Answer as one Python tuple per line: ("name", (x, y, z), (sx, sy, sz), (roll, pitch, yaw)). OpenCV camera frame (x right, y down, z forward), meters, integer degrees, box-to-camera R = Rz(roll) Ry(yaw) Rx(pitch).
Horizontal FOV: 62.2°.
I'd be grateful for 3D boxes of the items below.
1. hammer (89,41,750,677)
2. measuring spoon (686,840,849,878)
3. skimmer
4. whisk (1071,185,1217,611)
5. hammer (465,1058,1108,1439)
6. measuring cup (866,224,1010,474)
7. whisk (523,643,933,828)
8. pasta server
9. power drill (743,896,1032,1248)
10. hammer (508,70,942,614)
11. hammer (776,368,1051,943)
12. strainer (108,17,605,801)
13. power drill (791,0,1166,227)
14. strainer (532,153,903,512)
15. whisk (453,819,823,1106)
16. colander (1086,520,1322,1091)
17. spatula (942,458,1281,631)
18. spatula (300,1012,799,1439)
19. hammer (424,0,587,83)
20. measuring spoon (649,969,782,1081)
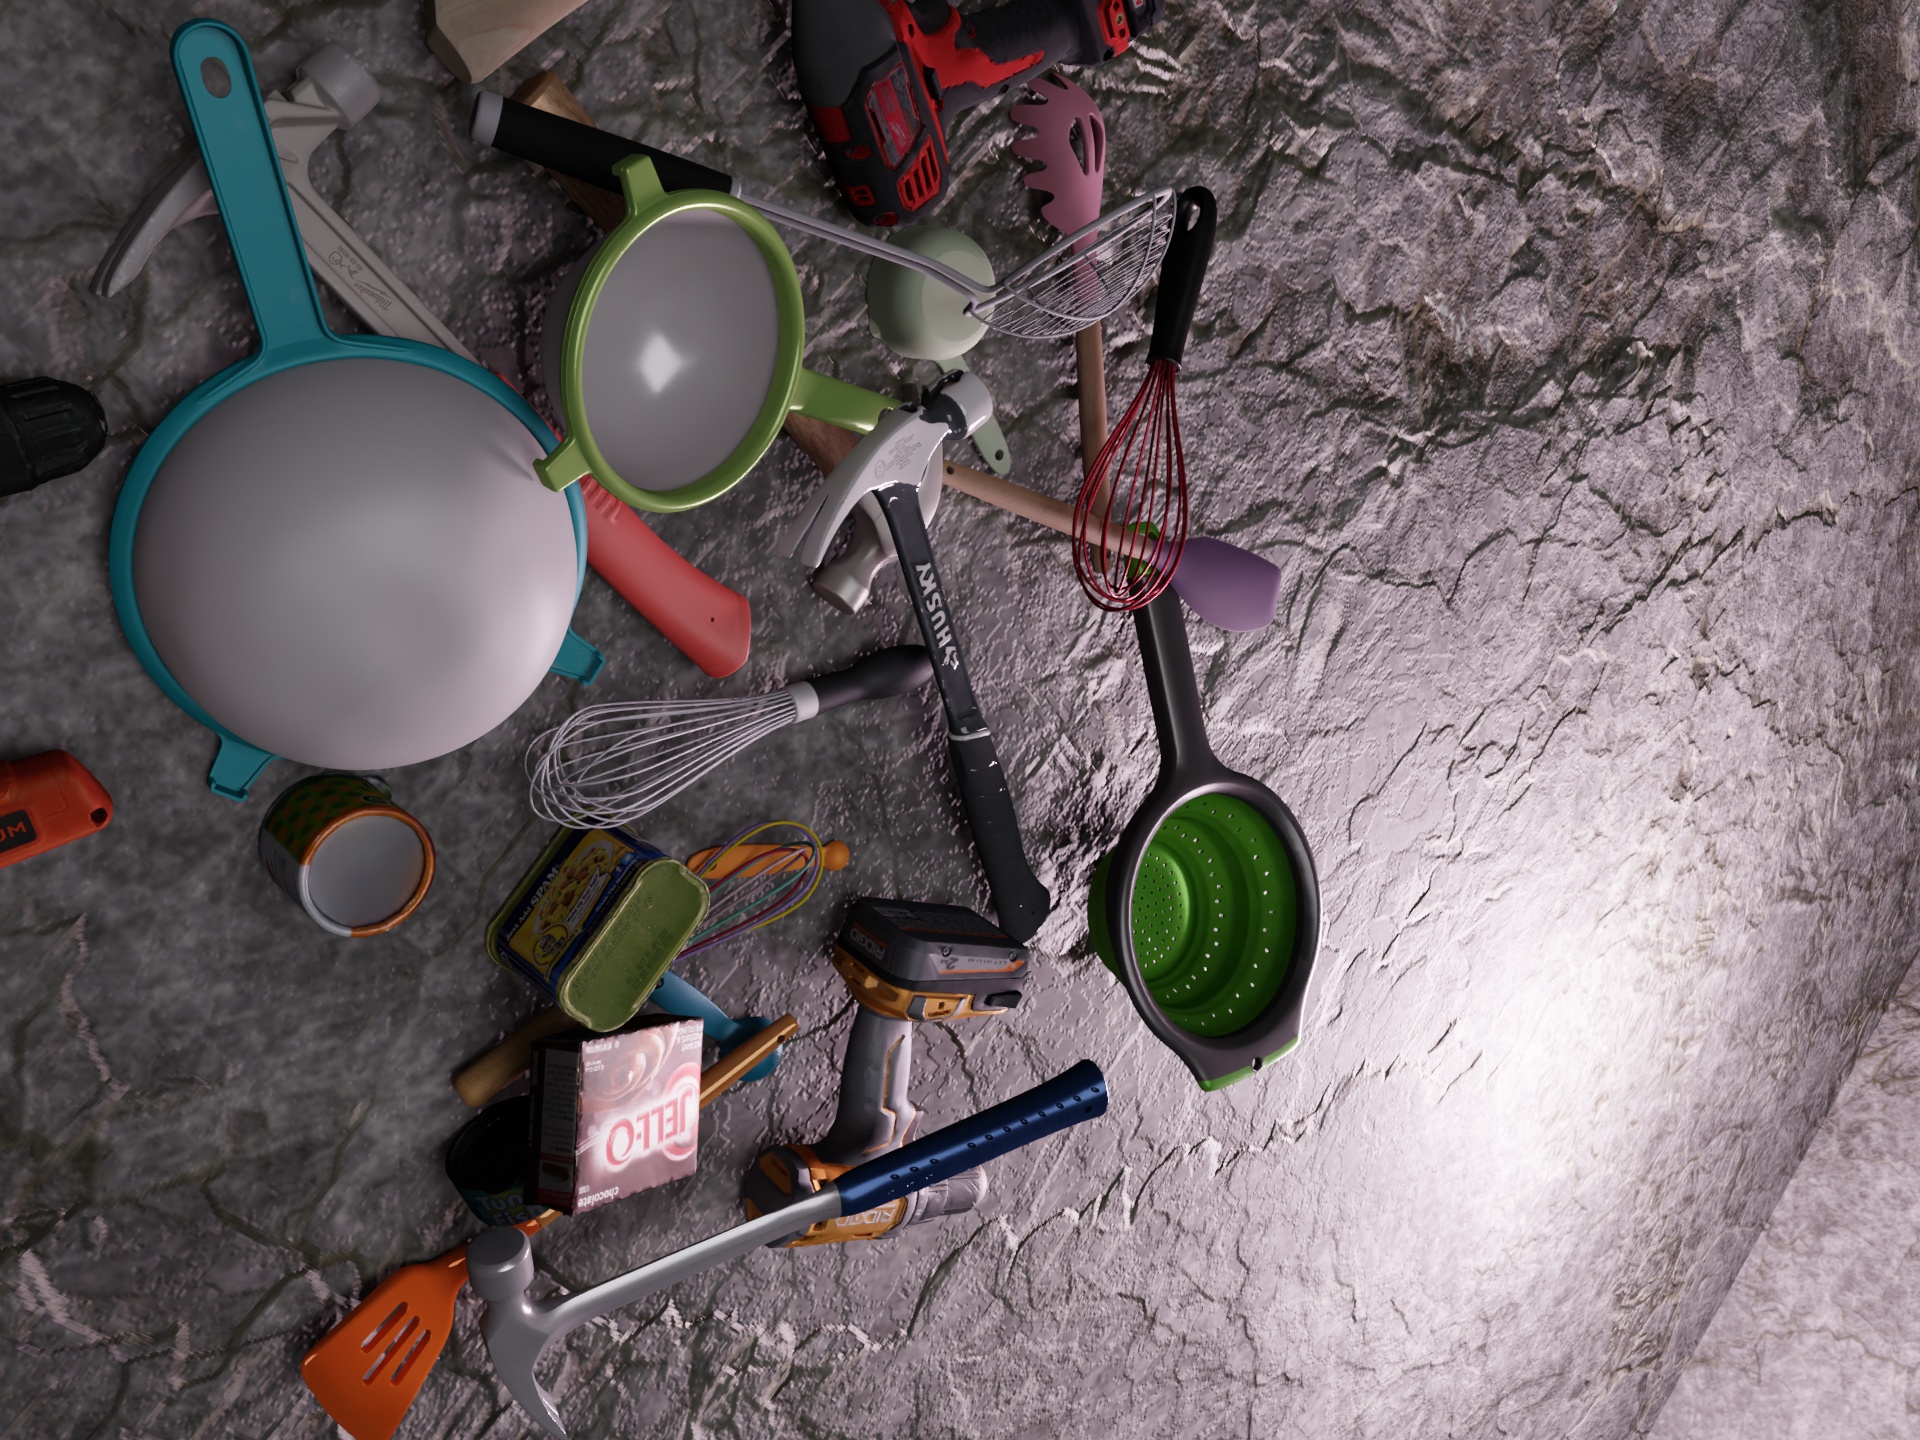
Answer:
("hammer", (-0.227, -0.133, 0.778), (0.149, 0.037, 0.358), (-52, 130, -14))
("measuring spoon", (-0.114, 0.086, 0.965), (0.116, 0.011, 0.021), (0, 104, -41))
("skimmer", (-0.057, -0.271, 0.800), (0.363, 0.127, 0.090), (11, 78, -27))
("whisk", (0.125, -0.209, 1.016), (0.073, 0.073, 0.296), (24, 74, -43))
("hammer", (-0.085, 0.297, 0.959), (0.405, 0.035, 0.144), (-16, 120, -27))
("measuring cup", (0.004, -0.214, 0.947), (0.083, 0.038, 0.167), (-44, 126, -22))
("whisk", (-0.118, -0.003, 0.905), (0.284, 0.070, 0.070), (-20, 117, -40))
("pasta server", (0.076, -0.242, 1.012), (0.060, 0.040, 0.316), (-26, 124, -32))
("power drill", (-0.029, 0.238, 1.047), (0.185, 0.084, 0.226), (12, 101, -42))
("hammer", (-0.116, -0.205, 0.852), (0.130, 0.031, 0.331), (-54, 131, -13))
("hammer", (-0.002, -0.003, 0.979), (0.149, 0.036, 0.408), (-42, 136, -27))
("strainer", (-0.260, -0.109, 0.673), (0.211, 0.095, 0.340), (-21, 127, -23))
("power drill", (0.003, -0.383, 0.859), (0.220, 0.079, 0.143), (-43, 136, -18))
("strainer", (-0.120, -0.179, 0.805), (0.256, 0.069, 0.151), (2, 108, -58))
("whisk", (-0.176, 0.139, 0.904), (0.245, 0.051, 0.047), (-36, 129, -20))
("colander", (0.143, 0.059, 1.141), (0.204, 0.094, 0.397), (-16, 96, -36))
("spatula", (0.103, -0.118, 1.053), (0.315, 0.018, 0.060), (16, 83, -35))
("spatula", (-0.219, 0.273, 0.909), (0.322, 0.041, 0.081), (-36, 123, -21))
("hammer", (-0.087, -0.431, 0.779), (0.411, 0.038, 0.146), (-45, 111, -17))
("measuring spoon", (-0.149, 0.183, 0.961), (0.042, 0.021, 0.128), (-54, 132, -13))
